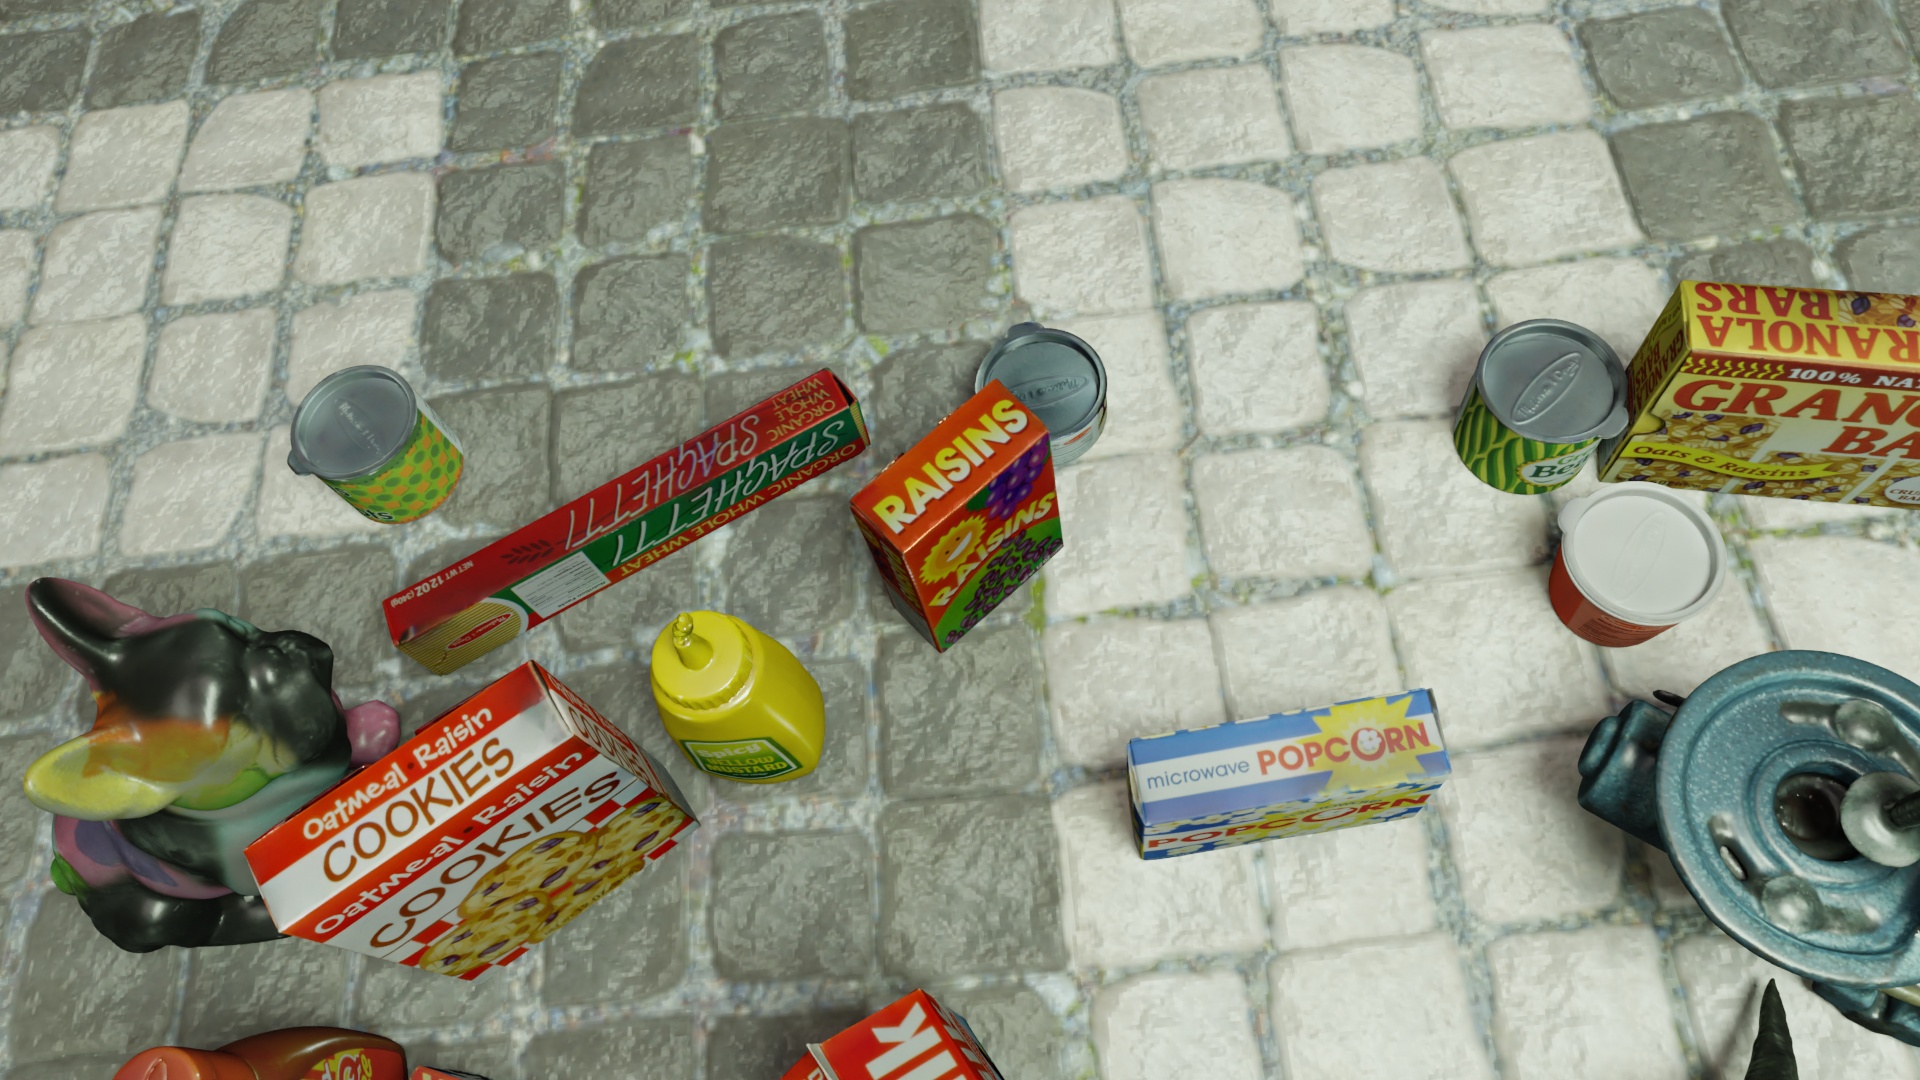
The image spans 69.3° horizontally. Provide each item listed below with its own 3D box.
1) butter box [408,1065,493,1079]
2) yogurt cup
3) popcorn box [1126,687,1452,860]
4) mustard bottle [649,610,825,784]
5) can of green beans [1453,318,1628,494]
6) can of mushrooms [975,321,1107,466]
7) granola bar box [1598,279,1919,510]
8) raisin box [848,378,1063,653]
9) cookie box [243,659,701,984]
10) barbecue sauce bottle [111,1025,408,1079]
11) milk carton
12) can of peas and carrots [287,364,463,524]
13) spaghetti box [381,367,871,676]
[{"bbox_3d":[-0.177,0.248,0.582,0.103,0.053,0.024,14,69,13],"label":"butter box"},{"bbox_3d":[0.301,0.014,0.627,0.072,0.053,0.072,-3,66,6],"label":"yogurt cup"},{"bbox_3d":[0.135,0.102,0.591,0.127,0.085,0.038,-10,66,2],"label":"popcorn box"},{"bbox_3d":[-0.100,0.065,0.595,0.065,0.159,0.049,-4,66,6],"label":"mustard bottle"},{"bbox_3d":[0.274,-0.062,0.662,0.071,0.057,0.071,-3,66,6],"label":"can of green beans"},{"bbox_3d":[0.042,-0.075,0.710,0.071,0.033,0.071,-3,66,6],"label":"can of mushrooms"},{"bbox_3d":[0.385,-0.060,0.611,0.165,0.123,0.039,6,67,10],"label":"granola bar box"},{"bbox_3d":[0.002,-0.008,0.636,0.086,0.123,0.040,-40,68,-11],"label":"raisin box"},{"bbox_3d":[-0.191,0.122,0.577,0.123,0.167,0.040,-35,67,-8],"label":"cookie box"},{"bbox_3d":[-0.275,0.225,0.552,0.044,0.148,0.065,2,67,8],"label":"barbecue sauce bottle"},{"bbox_3d":[-0.018,0.217,0.500,0.073,0.190,0.072,-34,67,-8],"label":"milk carton"},{"bbox_3d":[-0.305,-0.047,0.727,0.071,0.058,0.071,-3,66,6],"label":"can of peas and carrots"},{"bbox_3d":[-0.162,-0.010,0.697,0.250,0.050,0.029,-29,66,-6],"label":"spaghetti box"}]
